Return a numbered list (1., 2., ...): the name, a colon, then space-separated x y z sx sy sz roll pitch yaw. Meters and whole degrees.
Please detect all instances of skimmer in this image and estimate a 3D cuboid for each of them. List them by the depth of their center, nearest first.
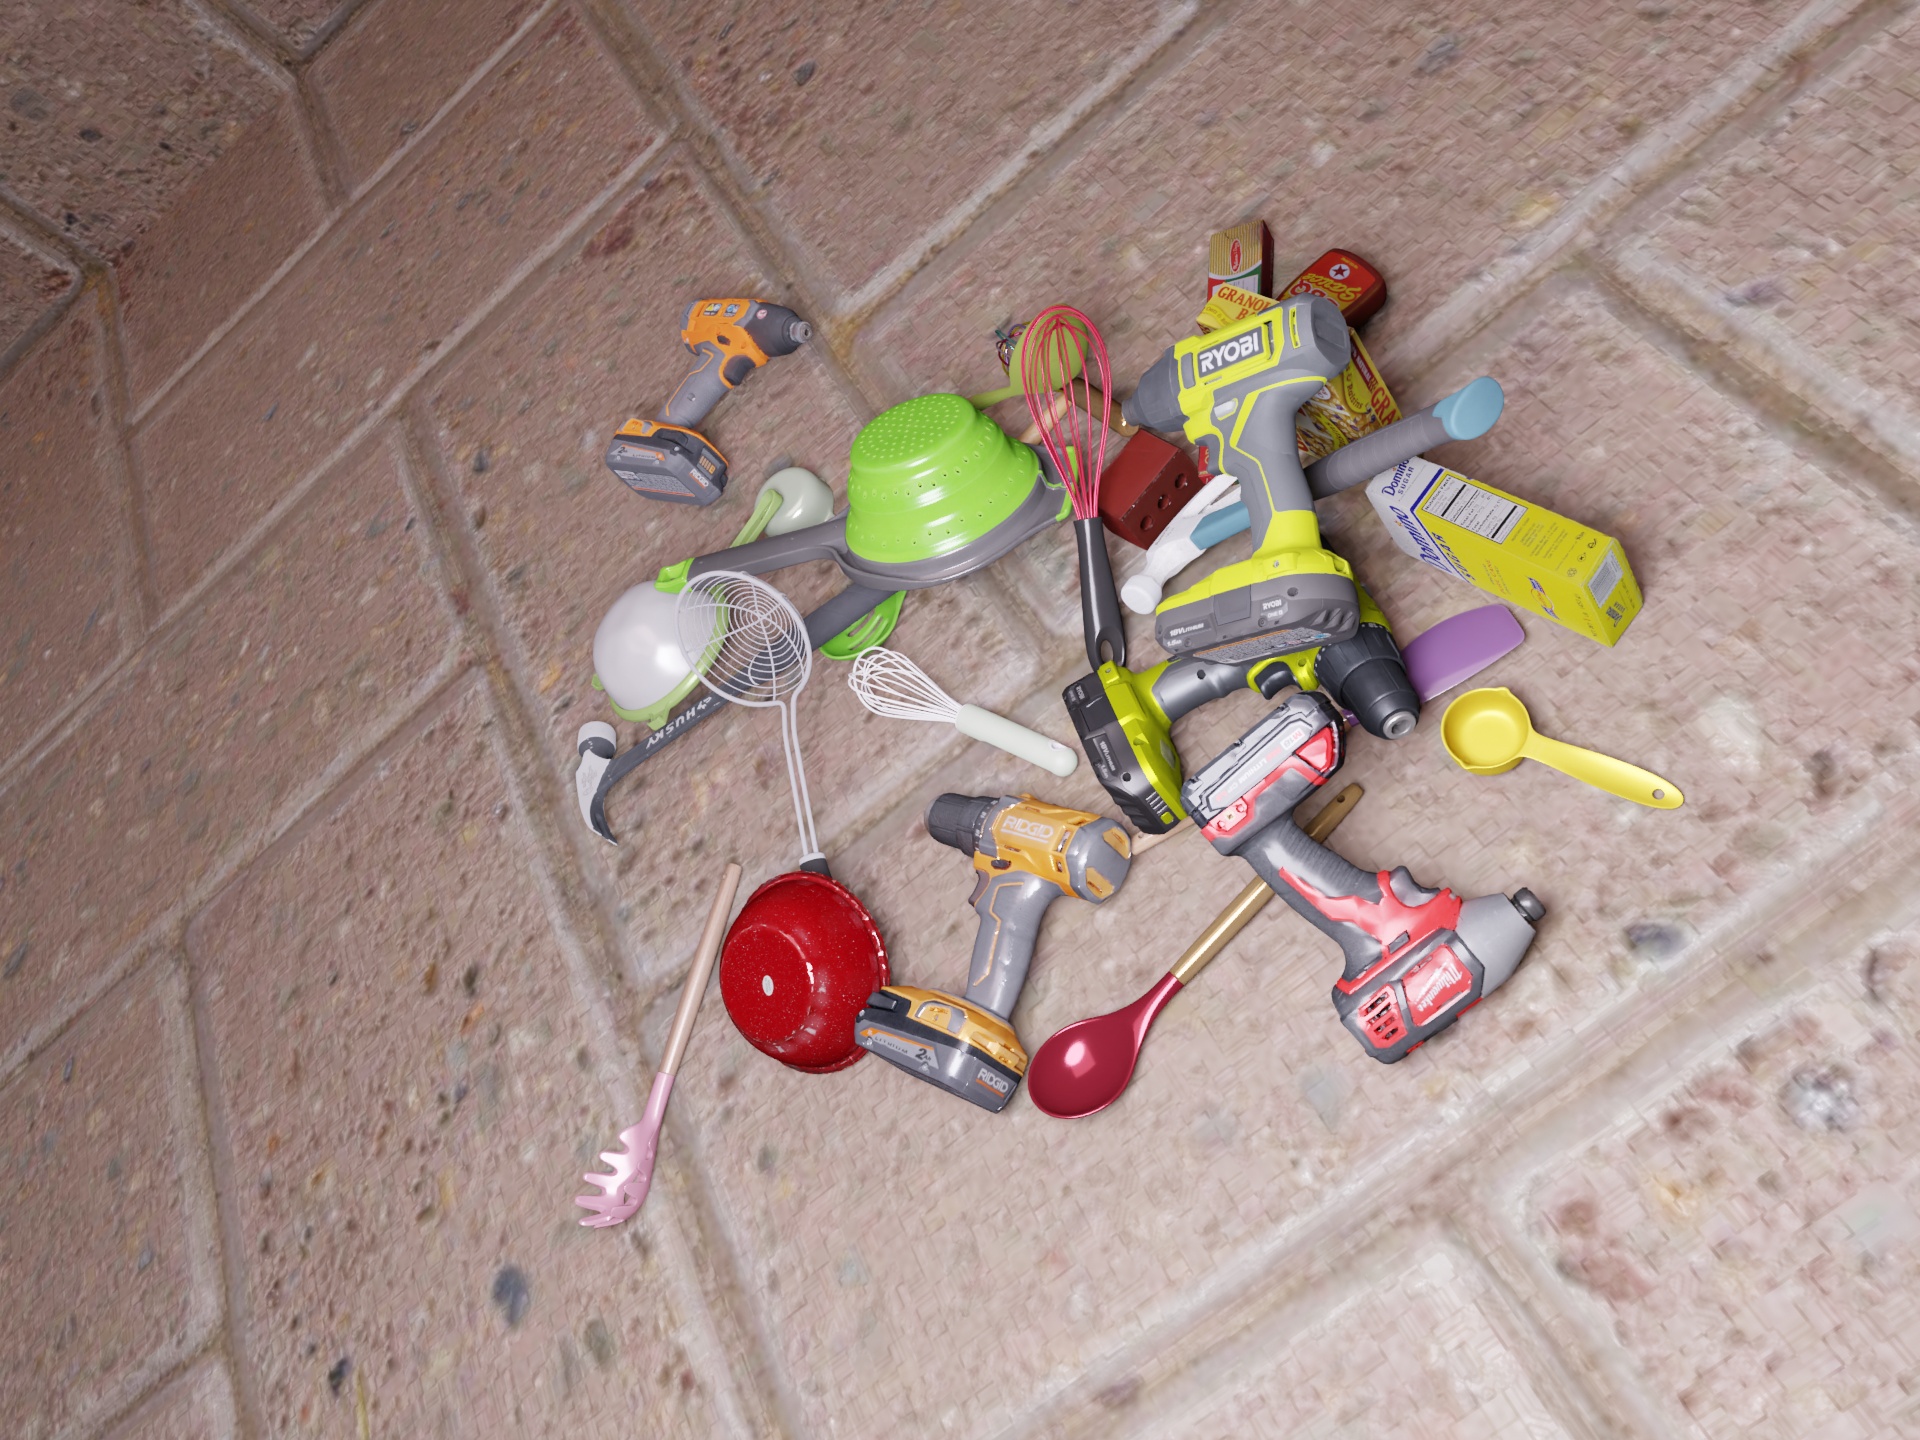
1. skimmer: -0.153 0.054 1.289 0.127 0.090 0.363 -26 69 34

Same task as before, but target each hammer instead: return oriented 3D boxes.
1. hammer: 0.245 -0.166 1.131 0.128 0.033 0.331 -54 17 -29
2. hammer: -0.195 -0.033 1.417 0.409 0.036 0.149 -33 41 21

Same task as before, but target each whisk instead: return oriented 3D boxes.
1. whisk: 0.096 -0.177 1.247 0.073 0.073 0.296 -6 94 31
2. whisk: -0.002 -0.004 1.307 0.246 0.057 0.059 24 115 37
3. whisk: 0.090 -0.296 1.370 0.047 0.051 0.245 -39 38 -1

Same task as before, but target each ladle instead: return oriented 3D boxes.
1. ladle: 0.168 0.160 1.112 0.315 0.031 0.069 -46 52 2
2. ladle: -0.007 -0.282 1.399 0.320 0.078 0.062 -15 101 48

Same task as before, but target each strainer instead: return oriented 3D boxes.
1. strainer: -0.259 -0.121 1.469 0.256 0.069 0.152 -56 38 -6

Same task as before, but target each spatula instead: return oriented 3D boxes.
1. spatula: 0.253 0.011 1.139 0.316 0.018 0.060 -33 39 15

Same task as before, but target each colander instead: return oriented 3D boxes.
1. colander: -0.101 -0.189 1.348 0.397 0.094 0.205 -12 38 19

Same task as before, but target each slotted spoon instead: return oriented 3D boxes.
1. slotted spoon: -0.009 -0.169 1.408 0.314 0.031 0.070 -48 46 1

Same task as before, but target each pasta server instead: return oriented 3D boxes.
1. pasta server: -0.242 0.266 1.324 0.060 0.040 0.316 -4 62 45

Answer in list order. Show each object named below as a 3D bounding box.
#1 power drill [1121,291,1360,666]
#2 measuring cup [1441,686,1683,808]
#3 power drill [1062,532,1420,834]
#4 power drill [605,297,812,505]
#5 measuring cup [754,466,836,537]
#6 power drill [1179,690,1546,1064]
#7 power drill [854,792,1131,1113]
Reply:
1. power drill: 0.186 -0.156 1.077 0.171 0.080 0.223 -15 74 44
2. measuring cup: 0.392 0.027 1.039 0.157 0.029 0.062 24 81 28
3. power drill: 0.202 -0.017 1.137 0.228 0.080 0.191 -32 44 12
4. power drill: -0.250 -0.334 1.625 0.164 0.084 0.226 12 69 37
5. measuring cup: -0.132 -0.194 1.494 0.168 0.038 0.083 23 80 42
6. power drill: 0.255 0.093 1.012 0.143 0.078 0.220 -41 78 14
7. power drill: 0.008 0.157 1.189 0.185 0.084 0.226 13 69 44
